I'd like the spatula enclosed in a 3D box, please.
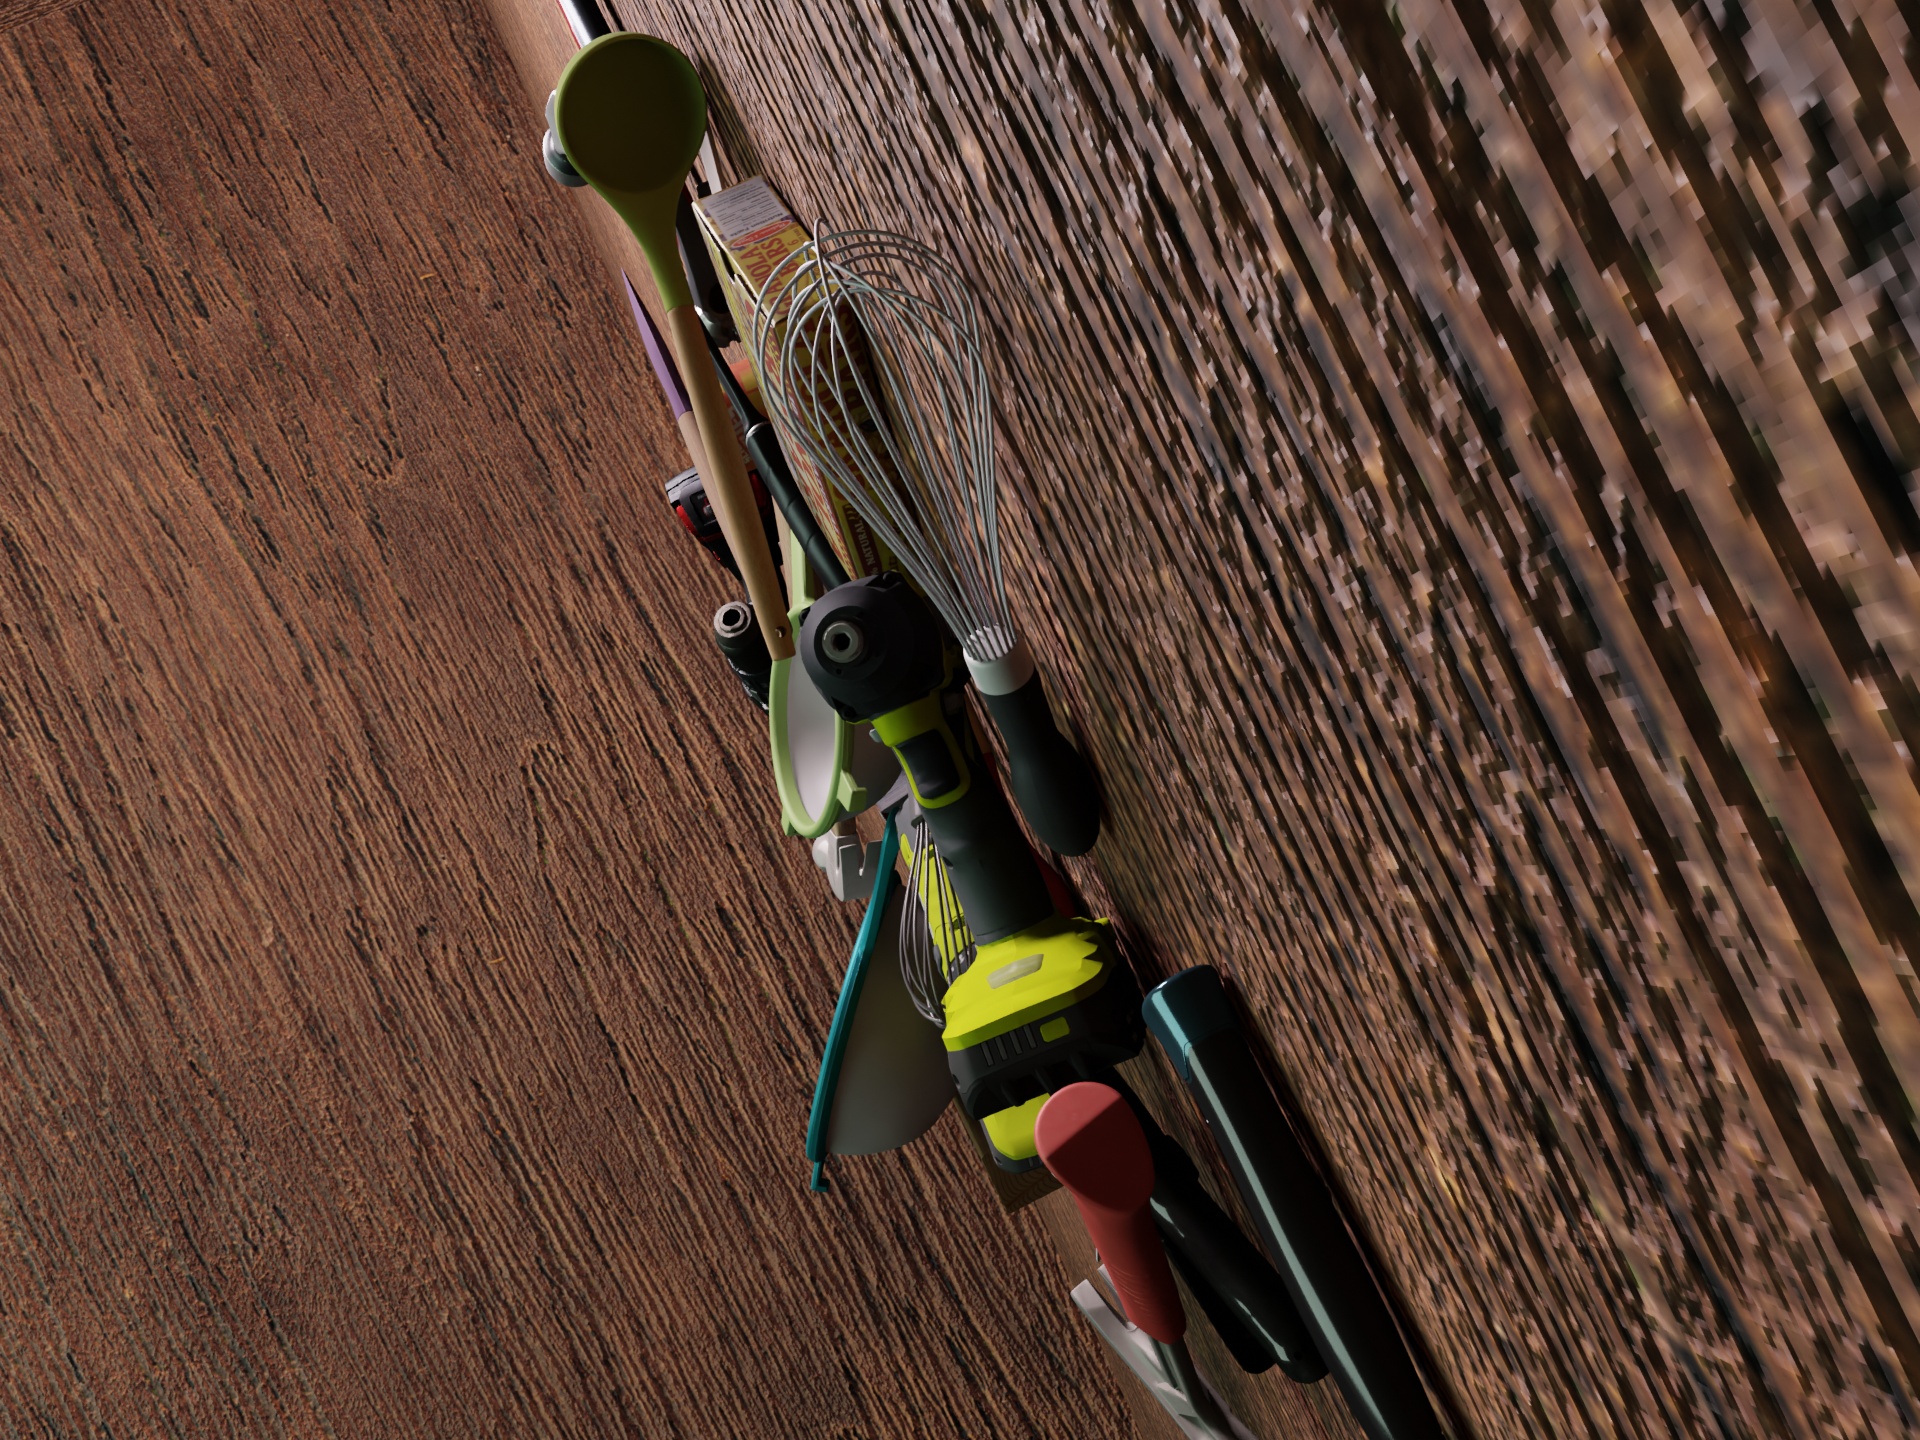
[{"bbox_3d":[-0.162,-0.170,0.999,0.059,0.018,0.316,76,169,-58],"label":"spatula"}]

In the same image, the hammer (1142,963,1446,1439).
[{"bbox_3d":[0.145,0.234,0.512,0.128,0.033,0.331,86,159,-73],"label":"hammer"}]

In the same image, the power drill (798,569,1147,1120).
[{"bbox_3d":[-0.001,0.045,0.680,0.171,0.080,0.223,-5,-109,-82],"label":"power drill"}]

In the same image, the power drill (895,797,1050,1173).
[{"bbox_3d":[0.029,0.169,0.927,0.228,0.080,0.191,75,175,-49],"label":"power drill"}]

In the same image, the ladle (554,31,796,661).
[{"bbox_3d":[-0.131,-0.186,0.805,0.062,0.078,0.320,-11,96,68],"label":"ladle"}]

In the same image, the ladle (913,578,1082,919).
[{"bbox_3d":[-0.001,-0.003,0.829,0.069,0.031,0.315,76,170,-76],"label":"ladle"}]

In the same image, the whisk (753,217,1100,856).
[{"bbox_3d":[0.004,-0.043,0.548,0.070,0.070,0.284,58,174,48],"label":"whisk"}]

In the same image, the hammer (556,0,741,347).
[{"bbox_3d":[-0.229,-0.429,1.022,0.143,0.038,0.387,90,155,-70],"label":"hammer"}]

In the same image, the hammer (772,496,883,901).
[{"bbox_3d":[-0.099,-0.030,1.118,0.130,0.031,0.331,-144,44,-69],"label":"hammer"}]

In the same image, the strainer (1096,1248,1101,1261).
[{"bbox_3d":[0.080,0.256,0.885,0.258,0.050,0.087,54,-138,-66],"label":"strainer"}]

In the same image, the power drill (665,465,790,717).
[{"bbox_3d":[-0.167,-0.107,1.270,0.187,0.080,0.227,56,-167,-63],"label":"power drill"}]

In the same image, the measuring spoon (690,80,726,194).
[{"bbox_3d":[-0.121,-0.280,0.845,0.034,0.018,0.124,28,136,62],"label":"measuring spoon"}]

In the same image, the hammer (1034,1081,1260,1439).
[{"bbox_3d":[0.077,0.245,0.704,0.149,0.037,0.358,44,164,38],"label":"hammer"}]

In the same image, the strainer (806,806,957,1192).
[{"bbox_3d":[-0.027,0.176,1.078,0.340,0.095,0.211,103,-176,-49],"label":"strainer"}]

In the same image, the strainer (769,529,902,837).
[{"bbox_3d":[-0.075,-0.053,1.028,0.151,0.069,0.256,154,114,-65],"label":"strainer"}]

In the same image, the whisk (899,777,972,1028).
[{"bbox_3d":[-0.012,0.052,0.838,0.055,0.055,0.239,79,-176,-62],"label":"whisk"}]

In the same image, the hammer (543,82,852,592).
[{"bbox_3d":[-0.122,-0.181,0.917,0.409,0.036,0.149,59,168,-7],"label":"hammer"}]
